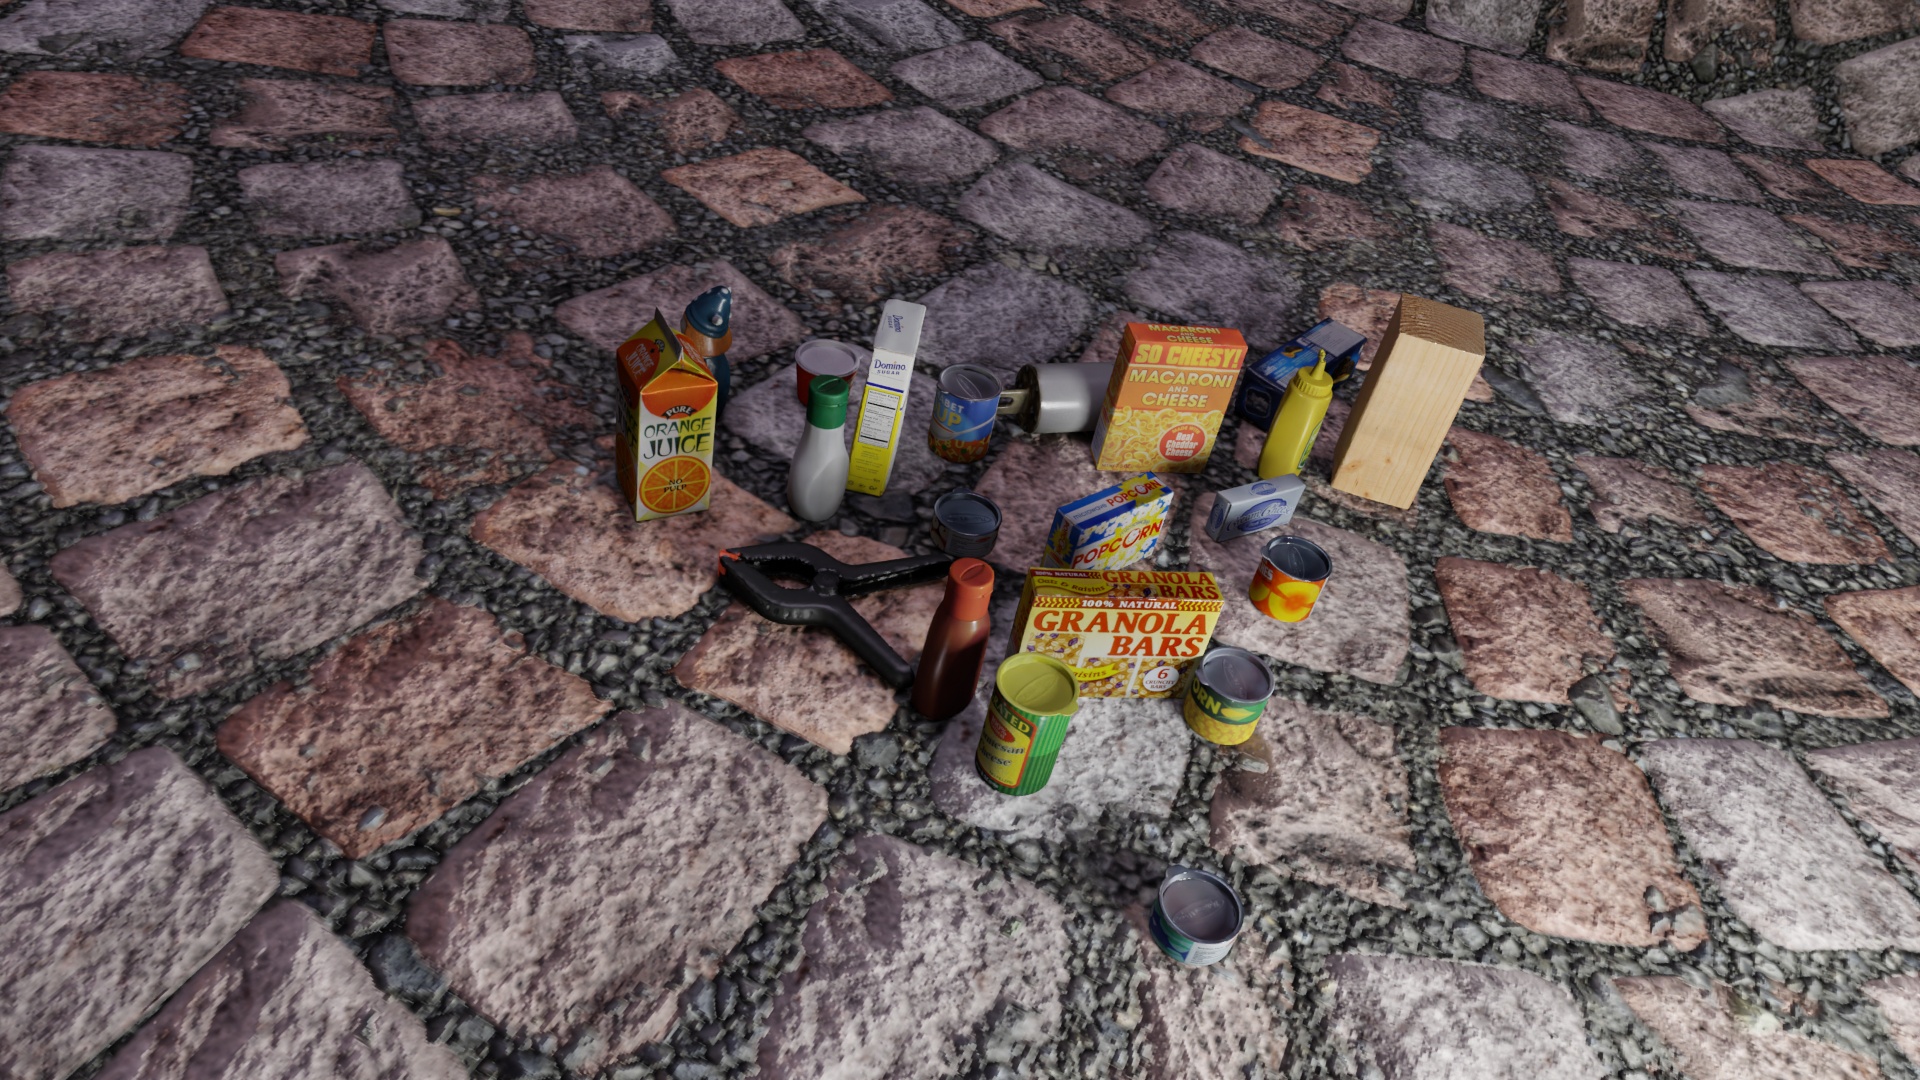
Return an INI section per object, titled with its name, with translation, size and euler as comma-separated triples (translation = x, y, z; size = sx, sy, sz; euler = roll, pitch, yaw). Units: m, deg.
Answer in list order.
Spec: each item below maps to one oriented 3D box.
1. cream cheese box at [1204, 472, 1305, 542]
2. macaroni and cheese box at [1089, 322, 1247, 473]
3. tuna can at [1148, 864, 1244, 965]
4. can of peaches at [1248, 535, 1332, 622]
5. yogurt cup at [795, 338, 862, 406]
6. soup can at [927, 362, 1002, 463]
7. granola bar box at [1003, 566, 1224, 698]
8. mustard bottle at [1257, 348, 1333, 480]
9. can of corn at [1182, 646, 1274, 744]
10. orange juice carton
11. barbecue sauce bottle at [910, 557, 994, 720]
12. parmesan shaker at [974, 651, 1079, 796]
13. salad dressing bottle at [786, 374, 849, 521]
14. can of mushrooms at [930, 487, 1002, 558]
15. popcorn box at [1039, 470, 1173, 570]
[cream cheese box]
translation = 0.304, -0.034, 1.432
size = 0.104, 0.053, 0.024
euler = -14, 47, -28
[macaroni and cheese box]
translation = 0.215, -0.148, 1.453
size = 0.124, 0.165, 0.040
euler = 1, 41, -14
[tuna can]
translation = 0.175, 0.282, 1.046
size = 0.071, 0.032, 0.071
euler = 7, 40, -6
[can of peaches]
translation = 0.317, 0.037, 1.349
size = 0.071, 0.057, 0.071
euler = 7, 40, -6
[yogurt cup]
translation = -0.144, -0.174, 1.476
size = 0.072, 0.053, 0.073
euler = 7, 40, -6
[soup can]
translation = 0.001, -0.132, 1.442
size = 0.071, 0.083, 0.072
euler = 7, 40, -6
[granola bar box]
translation = 0.128, 0.081, 1.197
size = 0.166, 0.123, 0.039
euler = 2, 41, -13
[mustard bottle]
translation = 0.362, -0.134, 1.480
size = 0.049, 0.159, 0.066
euler = 26, 42, 15
[can of corn]
translation = 0.231, 0.136, 1.211
size = 0.071, 0.058, 0.071
euler = 7, 40, -6
[orange juice carton]
translation = -0.270, -0.116, 1.268
size = 0.073, 0.191, 0.072
euler = -11, 46, -26
[barbecue sauce bottle]
translation = -0.003, 0.080, 1.145
size = 0.044, 0.147, 0.065
euler = 35, 45, 25
[parmesan shaker]
translation = 0.053, 0.150, 1.113
size = 0.071, 0.102, 0.072
euler = 7, 40, -6
[salad dressing bottle]
translation = -0.131, -0.087, 1.306
size = 0.044, 0.146, 0.064
euler = 34, 45, 24
[can of mushrooms]
translation = 0.005, -0.017, 1.348
size = 0.071, 0.033, 0.071
euler = 7, 40, -6
[popcorn box]
translation = 0.140, -0.008, 1.334
size = 0.127, 0.084, 0.038
euler = -22, 51, -34
